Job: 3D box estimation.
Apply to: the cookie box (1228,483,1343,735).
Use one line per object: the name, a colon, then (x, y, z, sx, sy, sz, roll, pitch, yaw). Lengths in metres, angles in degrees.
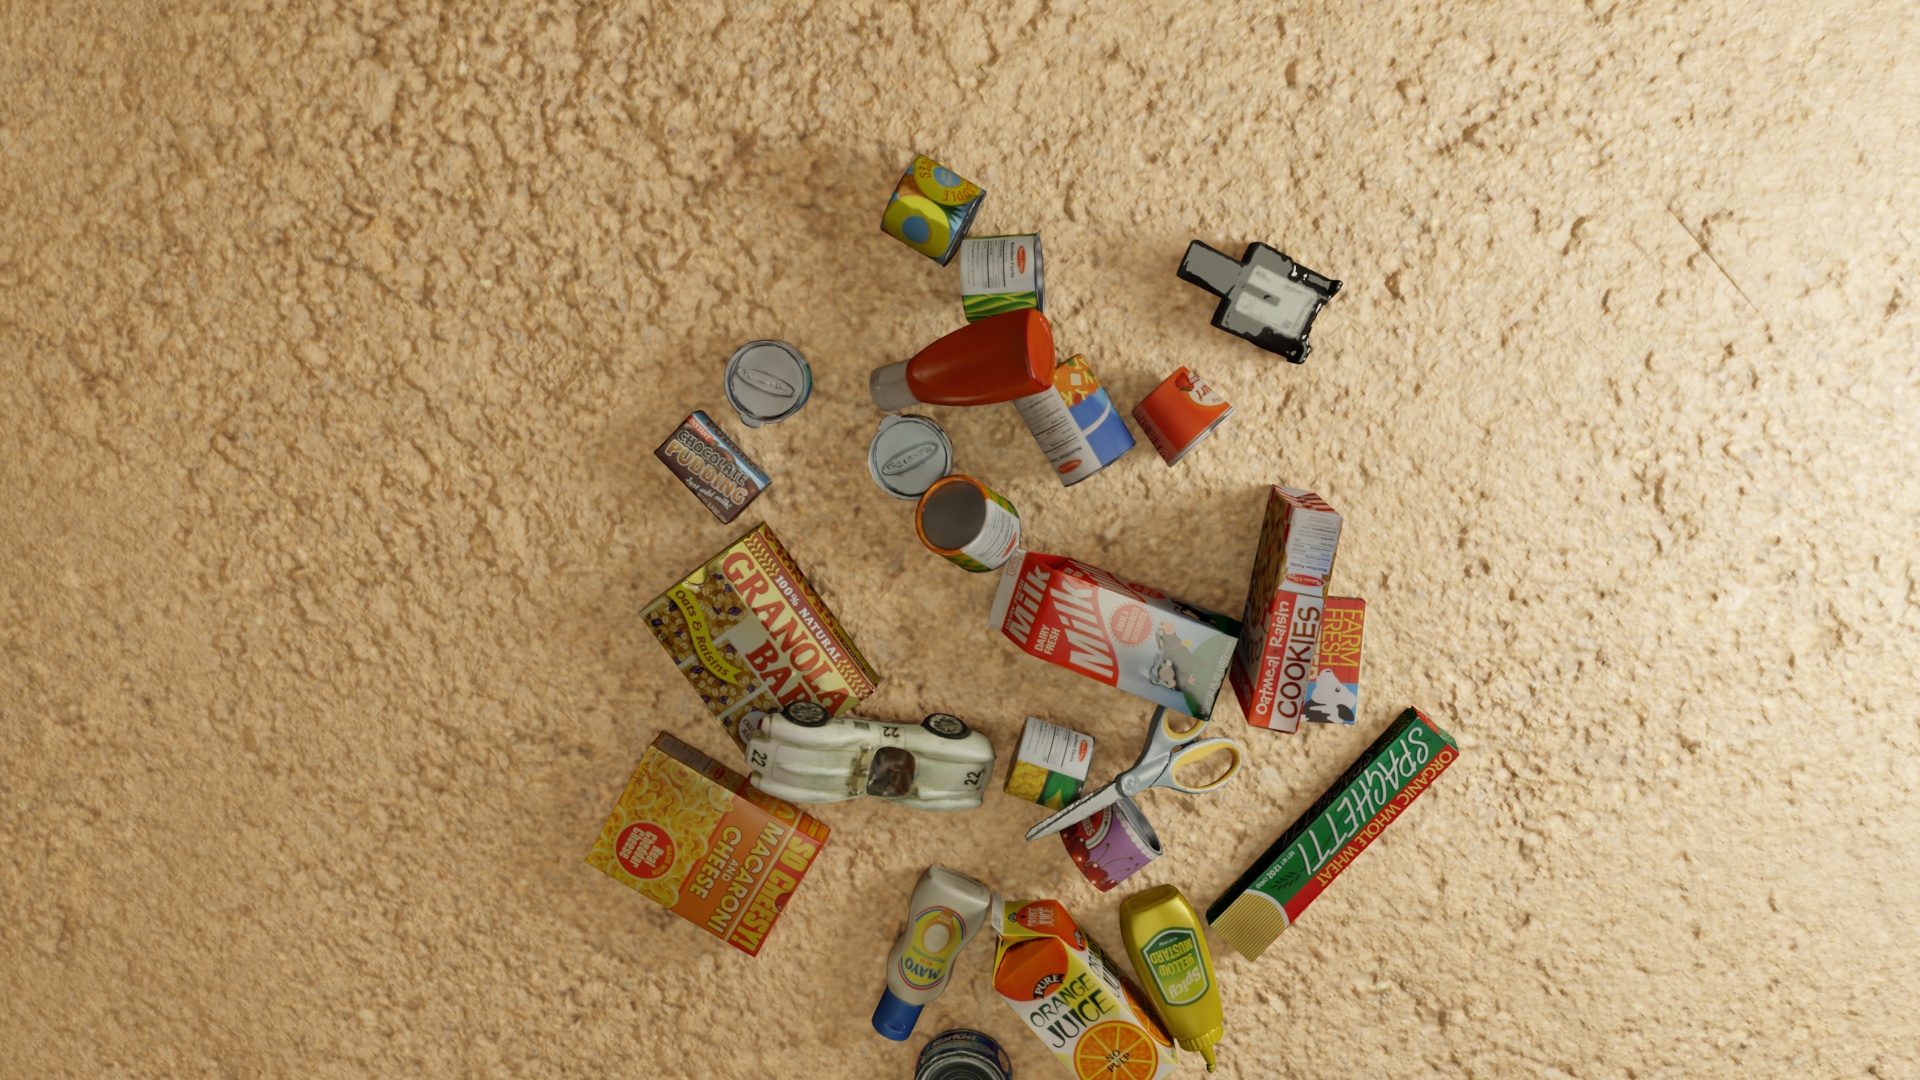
cookie box: (0.247, 0.050, 1.060, 0.040, 0.123, 0.167, 10, 101, 3)

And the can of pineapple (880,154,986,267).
can of pineapple: (-0.020, -0.252, 1.053, 0.058, 0.071, 0.071, 30, 101, -1)

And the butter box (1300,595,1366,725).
butter box: (0.294, 0.095, 1.116, 0.053, 0.024, 0.103, 3, 100, 3)

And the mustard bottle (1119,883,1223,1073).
mustard bottle: (0.184, 0.369, 1.152, 0.065, 0.049, 0.160, -22, 92, -3)

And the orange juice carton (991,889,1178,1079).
orange juice carton: (0.090, 0.372, 1.154, 0.073, 0.072, 0.192, -41, 95, 9)

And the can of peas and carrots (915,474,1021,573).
can of peas and carrots: (0.004, -0.014, 1.086, 0.071, 0.058, 0.071, -8, 71, 24)

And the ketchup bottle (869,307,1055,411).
ketchup bottle: (-0.001, -0.130, 1.058, 0.148, 0.043, 0.065, -10, 75, 33)

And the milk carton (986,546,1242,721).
milk carton: (0.118, 0.069, 1.090, 0.191, 0.073, 0.072, 20, 101, 11)

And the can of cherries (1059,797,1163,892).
can of cherries: (0.121, 0.242, 1.131, 0.058, 0.071, 0.071, -37, 96, 10)

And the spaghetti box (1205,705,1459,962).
spaghetti box: (0.303, 0.241, 1.139, 0.050, 0.029, 0.249, 41, 100, -5)

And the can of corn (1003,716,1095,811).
can of corn: (0.071, 0.184, 1.126, 0.058, 0.071, 0.071, 18, 101, 1)

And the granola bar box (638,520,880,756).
granola bar box: (-0.164, 0.087, 1.137, 0.124, 0.039, 0.165, -35, 96, 9)

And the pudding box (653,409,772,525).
pudding box: (-0.199, -0.059, 1.118, 0.049, 0.030, 0.083, -43, 95, 9)

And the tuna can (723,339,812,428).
tuna can: (-0.153, -0.124, 1.102, 0.071, 0.033, 0.071, 1, 100, 4)

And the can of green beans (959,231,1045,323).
can of green beans: (0.033, -0.200, 1.058, 0.058, 0.071, 0.071, -2, 100, 9)

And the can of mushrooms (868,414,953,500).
can of mushrooms: (-0.040, -0.069, 1.104, 0.071, 0.033, 0.071, 1, 101, 4)

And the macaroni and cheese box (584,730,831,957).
macaroni and cheese box: (-0.212, 0.257, 1.170, 0.166, 0.040, 0.123, 30, 101, -2)

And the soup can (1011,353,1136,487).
soup can: (0.089, -0.094, 1.077, 0.071, 0.071, 0.083, -31, 96, 9)

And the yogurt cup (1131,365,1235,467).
yogurt cup: (0.169, -0.097, 1.071, 0.072, 0.072, 0.054, -42, 87, 10)

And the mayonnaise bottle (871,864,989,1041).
mayonnaise bottle: (-0.030, 0.351, 1.173, 0.065, 0.041, 0.147, 24, 100, -2)
